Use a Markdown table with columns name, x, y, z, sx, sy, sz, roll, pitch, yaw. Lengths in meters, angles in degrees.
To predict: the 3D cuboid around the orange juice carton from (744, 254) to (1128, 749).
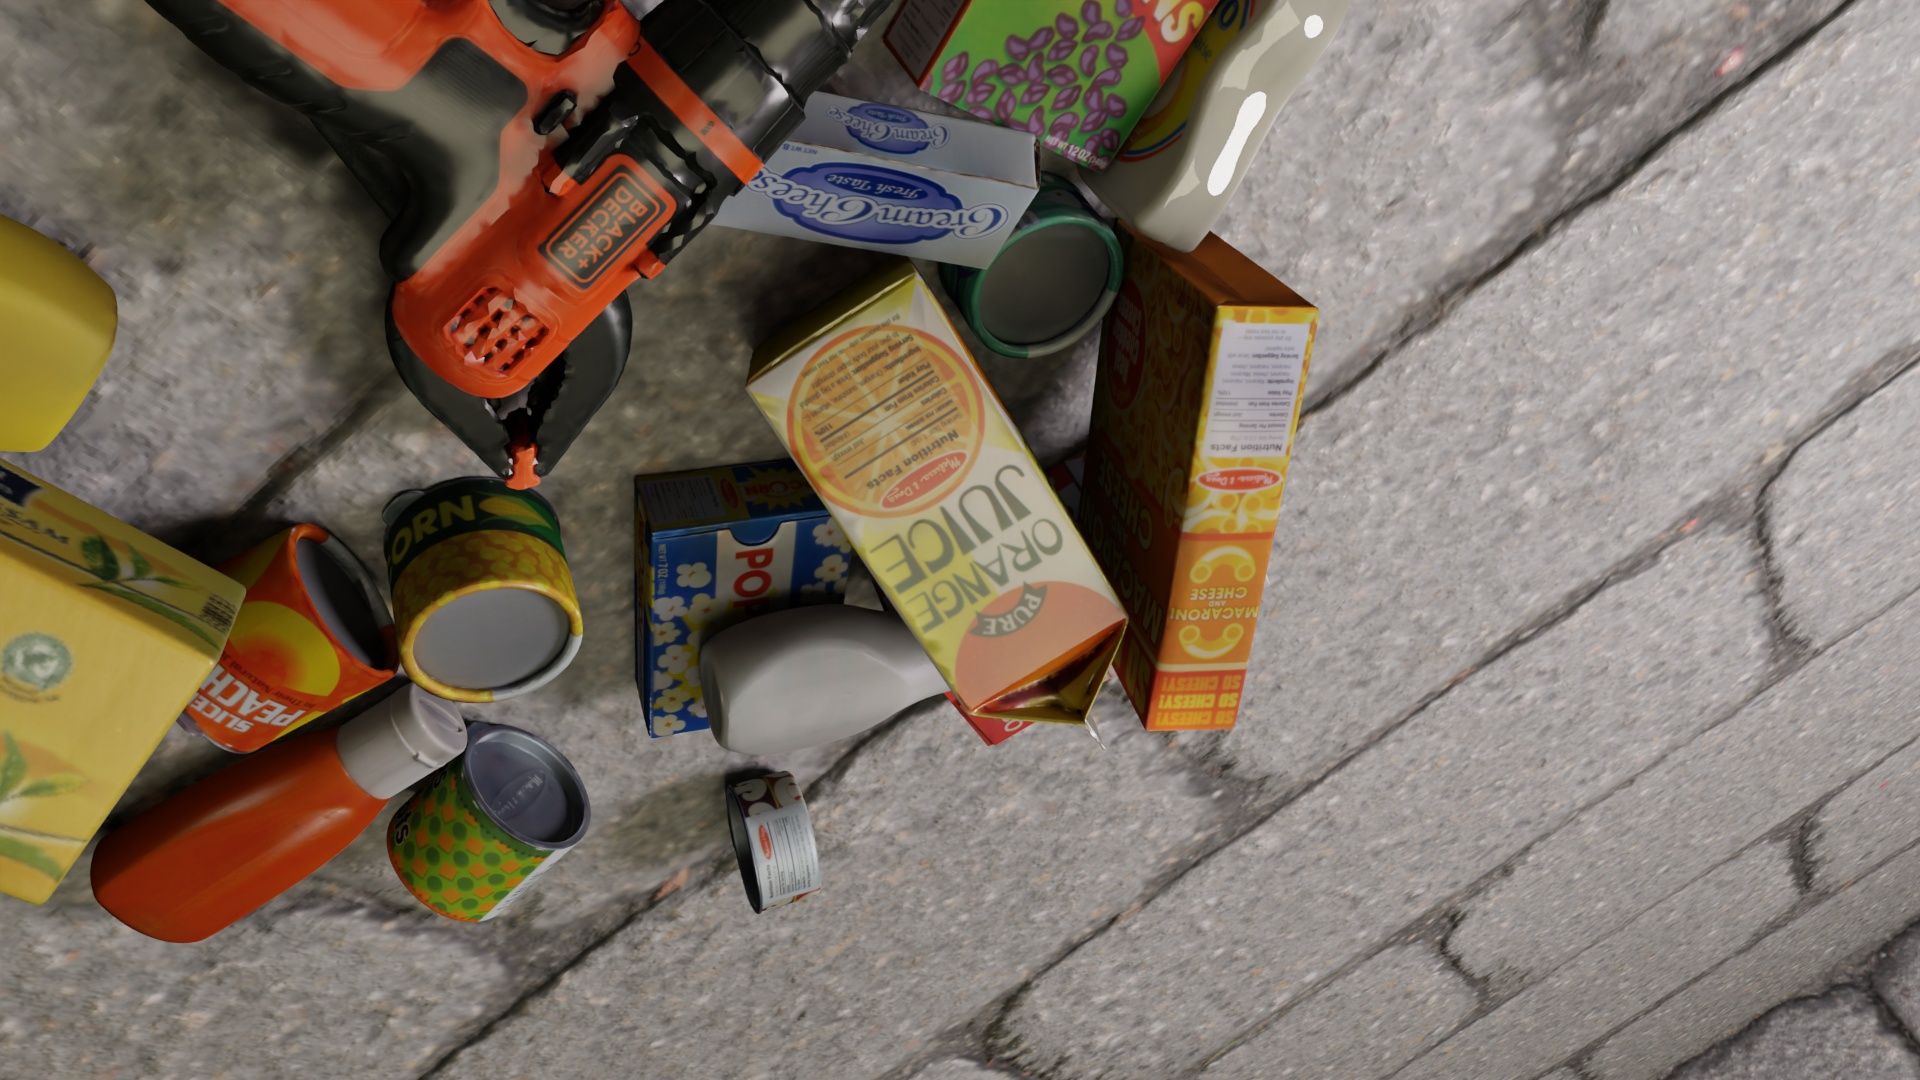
| name | x | y | z | sx | sy | sz | roll | pitch | yaw |
| --- | --- | --- | --- | --- | --- | --- | --- | --- | --- |
| orange juice carton | 0.002 | -0.007 | 0.529 | 0.073 | 0.072 | 0.192 | -32 | 108 | 5 |

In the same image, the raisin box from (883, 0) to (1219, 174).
| name | x | y | z | sx | sy | sz | roll | pitch | yaw |
| --- | --- | --- | --- | --- | --- | --- | --- | --- | --- |
| raisin box | 0.044 | -0.193 | 0.454 | 0.086 | 0.040 | 0.123 | 13 | 125 | -36 |

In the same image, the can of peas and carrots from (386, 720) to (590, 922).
| name | x | y | z | sx | sy | sz | roll | pitch | yaw |
| --- | --- | --- | --- | --- | --- | --- | --- | --- | --- |
| can of peas and carrots | -0.210 | 0.124 | 0.615 | 0.058 | 0.071 | 0.071 | -43 | 137 | 17 |

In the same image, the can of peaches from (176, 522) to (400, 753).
| name | x | y | z | sx | sy | sz | roll | pitch | yaw |
| --- | --- | --- | --- | --- | --- | --- | --- | --- | --- |
| can of peaches | -0.247 | 0.036 | 0.501 | 0.058 | 0.071 | 0.071 | -28 | 139 | -2 |

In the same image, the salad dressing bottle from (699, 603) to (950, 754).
| name | x | y | z | sx | sy | sz | roll | pitch | yaw |
| --- | --- | --- | --- | --- | --- | --- | --- | --- | --- |
| salad dressing bottle | -0.034 | 0.052 | 0.594 | 0.148 | 0.044 | 0.064 | -9 | 129 | -22 |

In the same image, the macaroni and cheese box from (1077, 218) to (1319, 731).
| name | x | y | z | sx | sy | sz | roll | pitch | yaw |
| --- | --- | --- | --- | --- | --- | --- | --- | --- | --- |
| macaroni and cheese box | 0.084 | -0.029 | 0.542 | 0.040 | 0.124 | 0.165 | 0 | 116 | -11 |

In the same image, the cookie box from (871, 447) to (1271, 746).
| name | x | y | z | sx | sy | sz | roll | pitch | yaw |
| --- | --- | --- | --- | --- | --- | --- | --- | --- | --- |
| cookie box | 0.057 | 0.020 | 0.674 | 0.167 | 0.040 | 0.122 | -31 | 139 | 3 |

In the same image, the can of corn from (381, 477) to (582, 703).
| name | x | y | z | sx | sy | sz | roll | pitch | yaw |
| --- | --- | --- | --- | --- | --- | --- | --- | --- | --- |
| can of corn | -0.183 | 0.018 | 0.527 | 0.071 | 0.058 | 0.070 | -15 | 137 | -15 |

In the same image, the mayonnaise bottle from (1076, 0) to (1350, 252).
| name | x | y | z | sx | sy | sz | roll | pitch | yaw |
| --- | --- | --- | --- | --- | --- | --- | --- | --- | --- |
| mayonnaise bottle | 0.099 | -0.178 | 0.485 | 0.041 | 0.065 | 0.147 | 16 | 119 | -34 |

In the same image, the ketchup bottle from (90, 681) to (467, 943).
| name | x | y | z | sx | sy | sz | roll | pitch | yaw |
| --- | --- | --- | --- | --- | --- | --- | --- | --- | --- |
| ketchup bottle | -0.279 | 0.111 | 0.580 | 0.149 | 0.044 | 0.064 | -31 | 140 | 3 |

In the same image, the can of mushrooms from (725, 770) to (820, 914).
| name | x | y | z | sx | sy | sz | roll | pitch | yaw |
| --- | --- | --- | --- | --- | --- | --- | --- | --- | --- |
| can of mushrooms | -0.096 | 0.152 | 0.705 | 0.033 | 0.071 | 0.070 | -13 | 136 | -18 |

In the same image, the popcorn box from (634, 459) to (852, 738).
| name | x | y | z | sx | sy | sz | roll | pitch | yaw |
| --- | --- | --- | --- | --- | --- | --- | --- | --- | --- |
| popcorn box | -0.095 | 0.026 | 0.599 | 0.085 | 0.038 | 0.126 | -8 | 135 | -20 |

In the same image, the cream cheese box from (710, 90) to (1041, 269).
| name | x | y | z | sx | sy | sz | roll | pitch | yaw |
| --- | --- | --- | --- | --- | --- | --- | --- | --- | --- |
| cream cheese box | -0.030 | -0.122 | 0.467 | 0.104 | 0.024 | 0.053 | 6 | 158 | -16 |

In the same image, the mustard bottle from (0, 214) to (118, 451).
| name | x | y | z | sx | sy | sz | roll | pitch | yaw |
| --- | --- | --- | --- | --- | --- | --- | --- | --- | --- |
| mustard bottle | -0.316 | -0.079 | 0.366 | 0.065 | 0.049 | 0.160 | -46 | 135 | 15 |

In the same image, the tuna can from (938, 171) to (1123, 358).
| name | x | y | z | sx | sy | sz | roll | pitch | yaw |
| --- | --- | --- | --- | --- | --- | --- | --- | --- | --- |
| tuna can | 0.026 | -0.107 | 0.535 | 0.071 | 0.033 | 0.070 | -16 | 137 | -15 |
